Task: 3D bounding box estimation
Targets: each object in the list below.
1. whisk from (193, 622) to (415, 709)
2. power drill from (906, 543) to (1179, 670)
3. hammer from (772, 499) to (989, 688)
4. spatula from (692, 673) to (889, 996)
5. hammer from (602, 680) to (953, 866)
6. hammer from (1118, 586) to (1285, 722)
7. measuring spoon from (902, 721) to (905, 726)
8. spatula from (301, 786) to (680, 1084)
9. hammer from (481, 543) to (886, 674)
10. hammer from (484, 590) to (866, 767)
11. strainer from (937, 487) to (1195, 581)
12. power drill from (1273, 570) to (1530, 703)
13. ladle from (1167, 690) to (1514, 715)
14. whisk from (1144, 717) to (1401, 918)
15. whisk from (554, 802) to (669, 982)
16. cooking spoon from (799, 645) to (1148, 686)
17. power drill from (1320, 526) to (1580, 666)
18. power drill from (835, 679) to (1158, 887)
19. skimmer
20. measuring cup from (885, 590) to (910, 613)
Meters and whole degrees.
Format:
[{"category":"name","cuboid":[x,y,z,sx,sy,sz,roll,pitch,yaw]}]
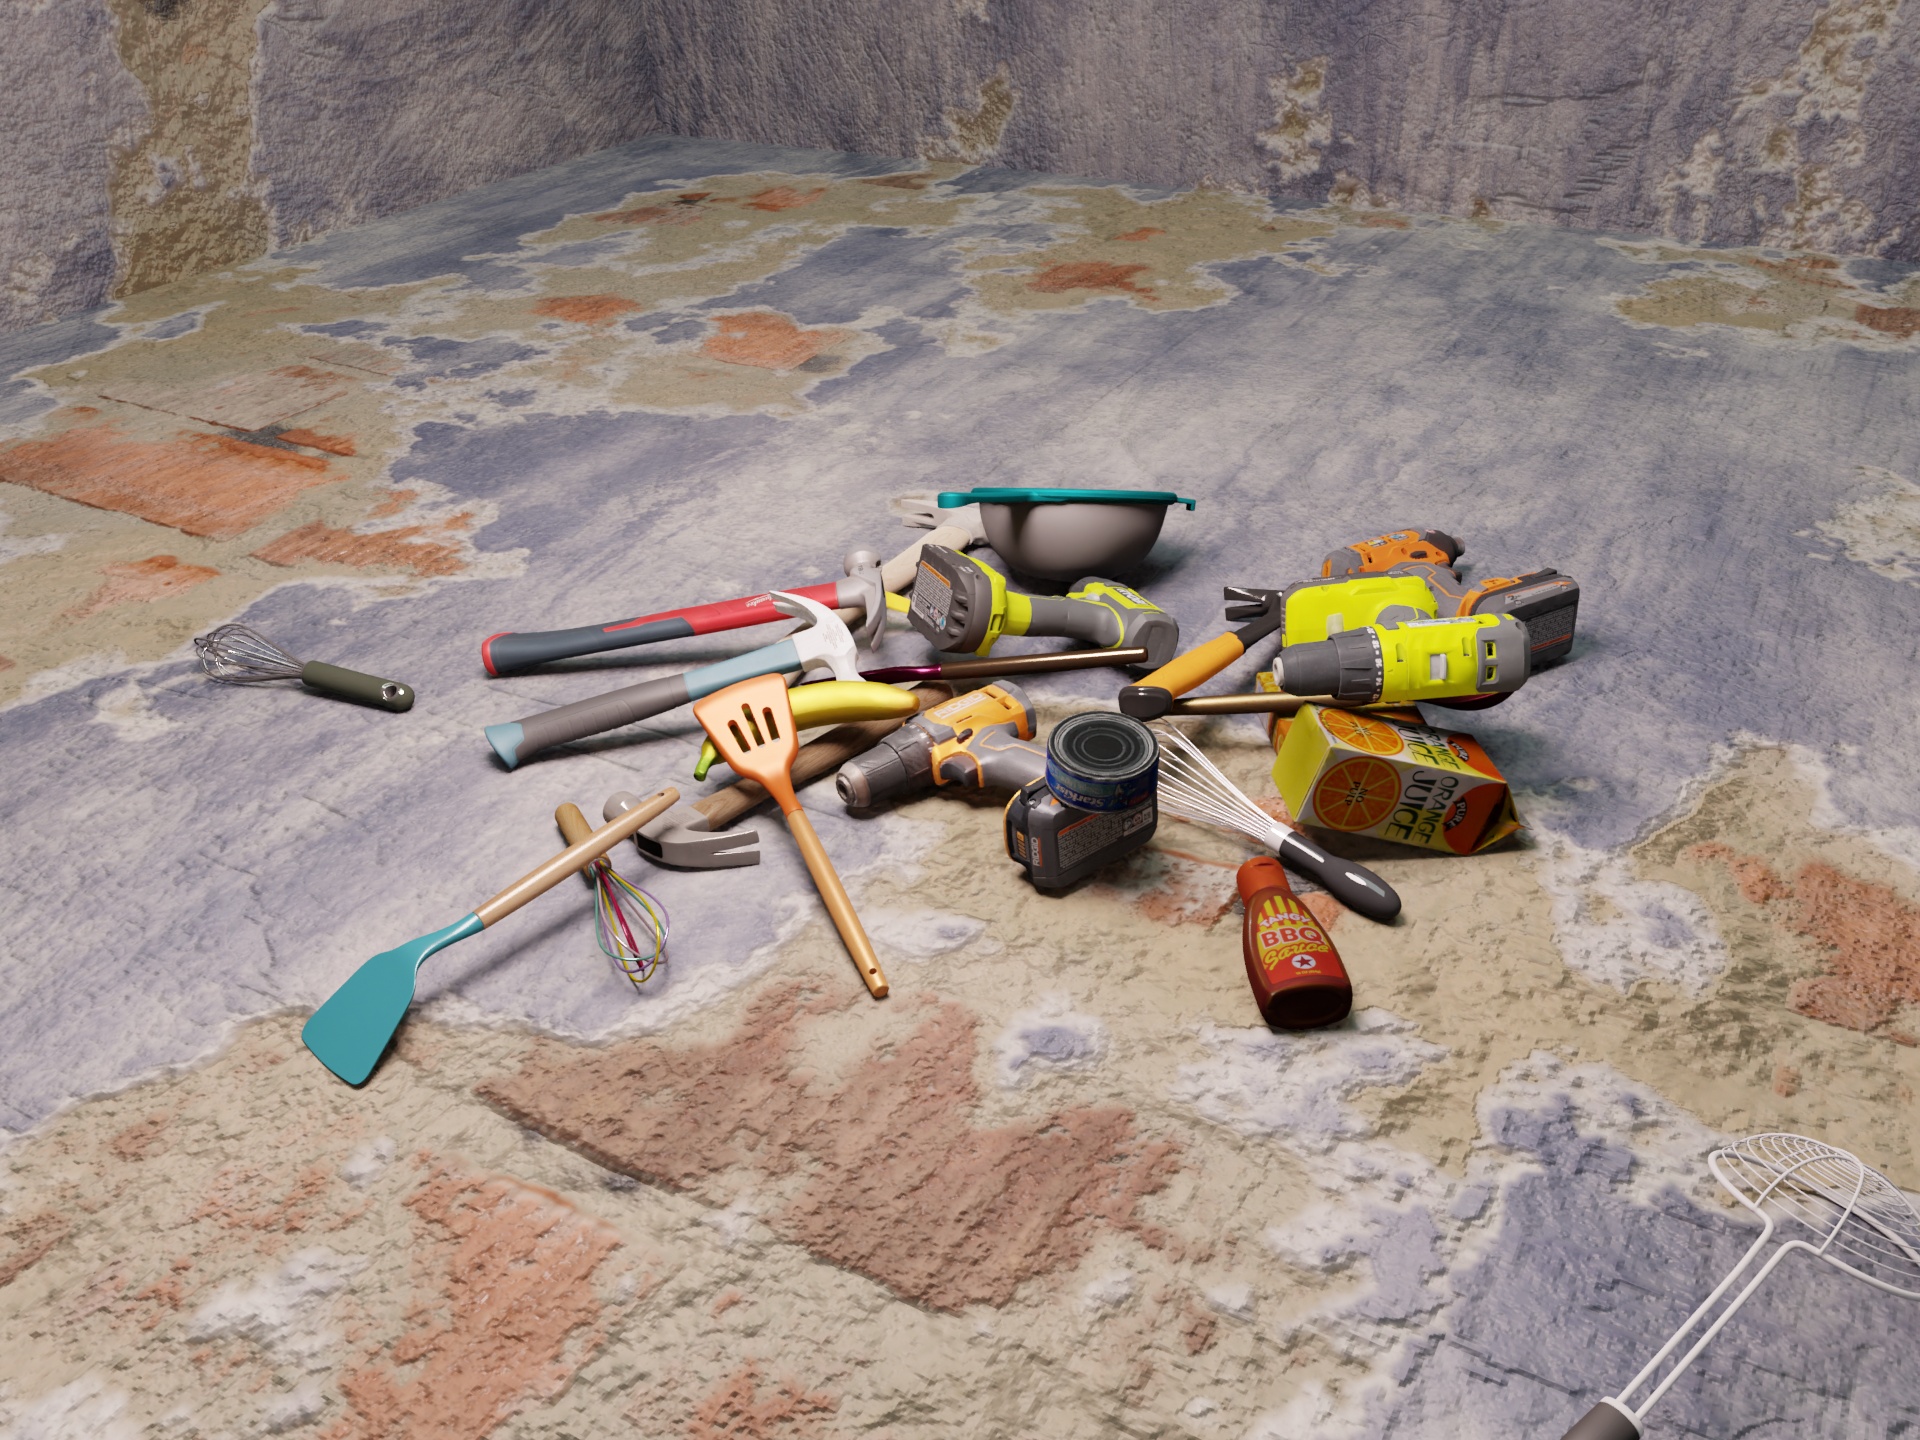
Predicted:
[{"category":"whisk","cuboid":[-0.621,-0.046,1.504,0.246,0.059,0.058,13,71,17]},{"category":"power drill","cuboid":[0.072,-0.106,1.493,0.223,0.080,0.171,5,19,-24]},{"category":"hammer","cuboid":[-0.102,-0.130,1.617,0.146,0.038,0.411,15,36,28]},{"category":"spatula","cuboid":[-0.120,0.084,1.219,0.081,0.041,0.323,-21,46,-12]},{"category":"hammer","cuboid":[-0.130,0.036,1.352,0.130,0.031,0.331,26,41,38]},{"category":"hammer","cuboid":[0.228,-0.064,1.424,0.127,0.034,0.337,7,21,34]},{"category":"measuring spoon","cuboid":[-0.002,-0.004,1.408,0.117,0.011,0.021,-12,57,-35]},{"category":"spatula","cuboid":[-0.327,0.139,1.155,0.082,0.044,0.317,23,44,38]},{"category":"hammer","cuboid":[-0.261,-0.083,1.498,0.386,0.038,0.143,-10,37,2]},{"category":"hammer","cuboid":[-0.252,-0.024,1.396,0.331,0.033,0.128,-17,62,-4]},{"category":"strainer","cuboid":[0.079,-0.183,1.578,0.211,0.095,0.340,7,10,33]},{"category":"power drill","cuboid":[0.338,-0.065,1.312,0.190,0.080,0.229,-5,14,0]},{"category":"ladle","cuboid":[0.313,-0.019,1.347,0.315,0.031,0.069,-3,17,5]},{"category":"whisk","cuboid":[0.226,0.076,1.251,0.070,0.070,0.285,-27,44,-35]},{"category":"whisk","cuboid":[-0.272,0.126,1.211,0.051,0.047,0.245,-18,30,-21]},{"category":"cooking spoon","cuboid":[0.009,-0.045,1.413,0.319,0.017,0.069,-5,6,16]},{"category":"power drill","cuboid":[0.485,-0.128,1.546,0.164,0.084,0.227,-17,31,-25]},{"category":"power drill","cuboid":[0.024,0.051,1.281,0.185,0.084,0.226,-24,34,-28]},{"category":"skimmer","cuboid":[0.382,0.341,0.836,0.363,0.090,0.127,-32,44,-24]},{"category":"measuring cup","cuboid":[-0.036,-0.117,1.556,0.156,0.029,0.062,17,41,-4]}]
